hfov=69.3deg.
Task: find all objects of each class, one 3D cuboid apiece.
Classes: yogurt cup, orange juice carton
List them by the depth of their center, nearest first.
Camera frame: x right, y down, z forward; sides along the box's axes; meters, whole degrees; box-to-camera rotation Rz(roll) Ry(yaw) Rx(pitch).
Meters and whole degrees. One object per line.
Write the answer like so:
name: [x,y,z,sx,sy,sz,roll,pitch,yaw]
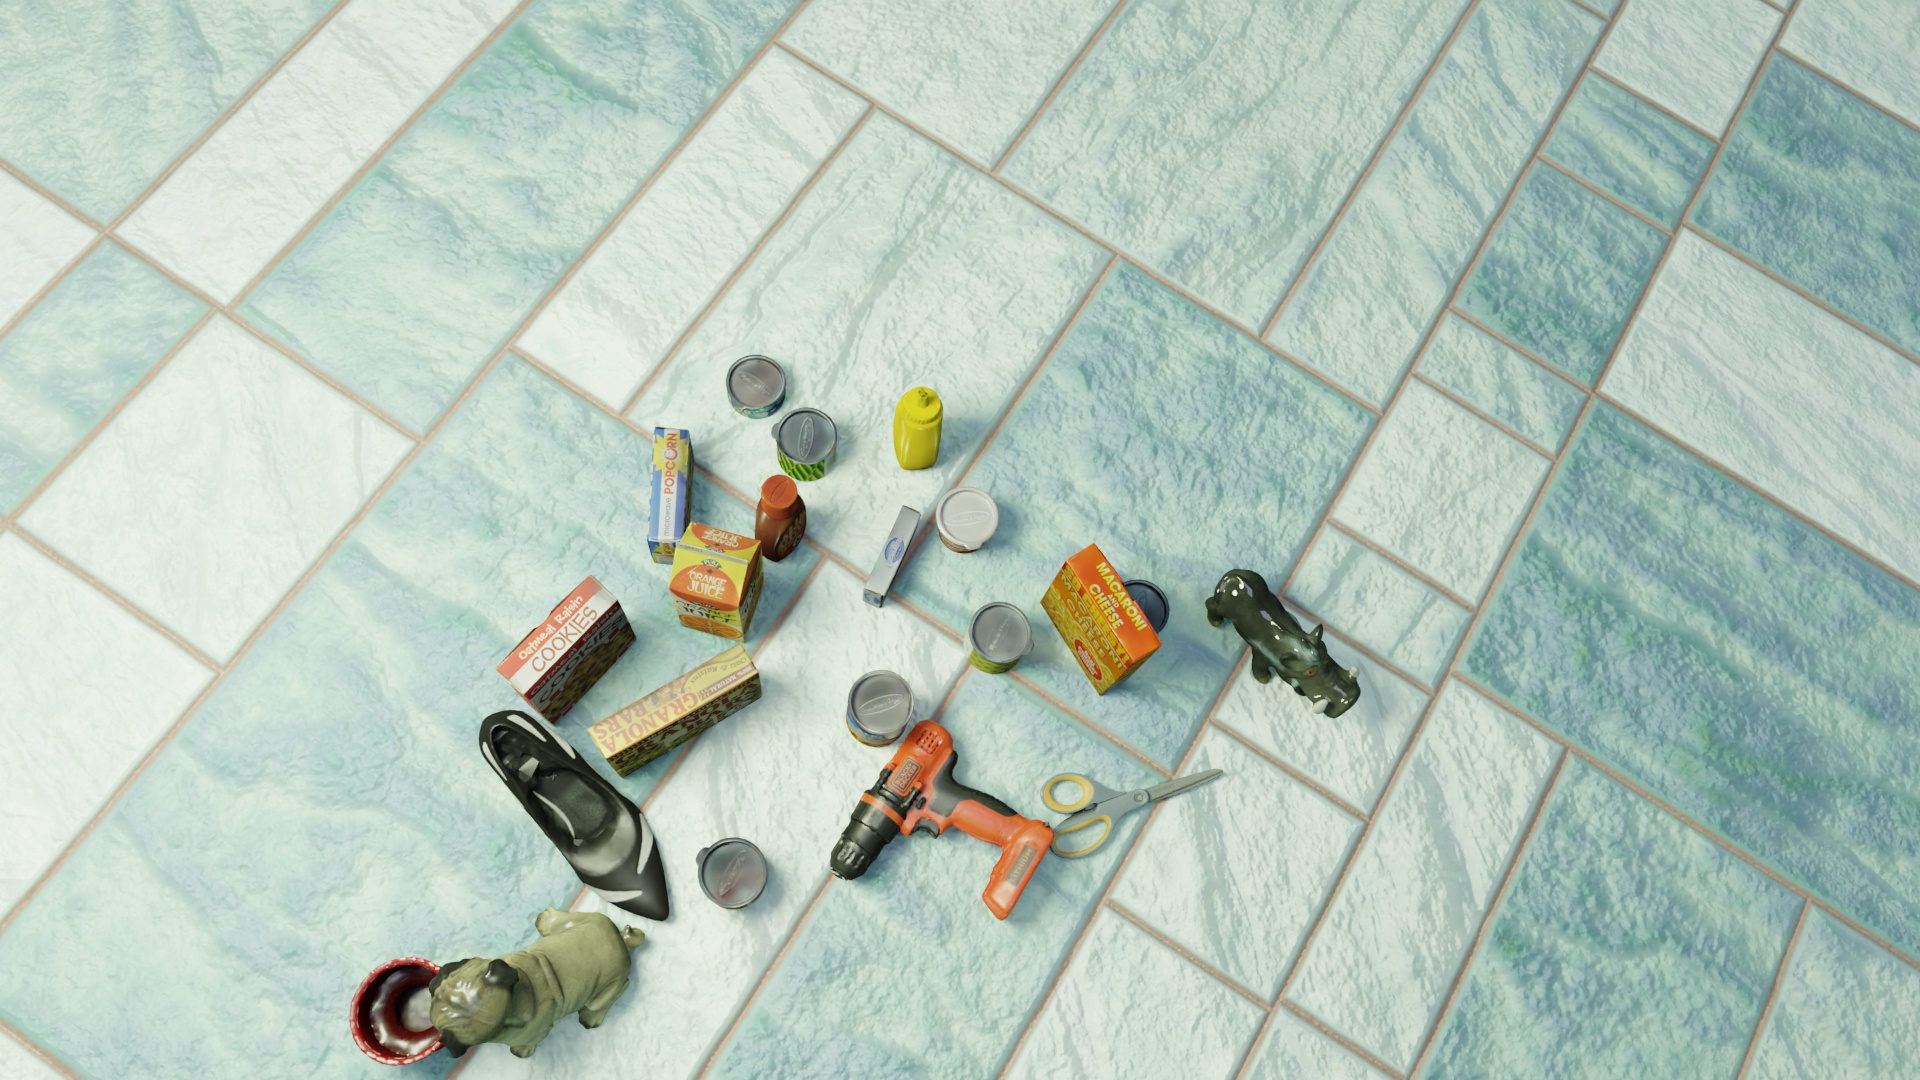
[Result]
orange juice carton: [-0.242,0.039,1.388,0.072,0.192,0.073,16,71,-1]
yogurt cup: [0.005,-0.019,1.510,0.072,0.053,0.072,2,72,-6]

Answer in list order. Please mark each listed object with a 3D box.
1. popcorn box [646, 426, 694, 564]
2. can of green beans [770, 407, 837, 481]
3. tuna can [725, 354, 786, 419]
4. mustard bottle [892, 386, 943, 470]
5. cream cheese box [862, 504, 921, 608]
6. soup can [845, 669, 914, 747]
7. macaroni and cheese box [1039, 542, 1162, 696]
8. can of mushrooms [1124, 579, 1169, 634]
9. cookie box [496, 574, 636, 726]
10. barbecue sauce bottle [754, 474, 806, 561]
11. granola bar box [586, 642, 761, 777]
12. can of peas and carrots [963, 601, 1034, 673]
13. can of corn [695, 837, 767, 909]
popcorn box: [-0.305,-0.046,1.466,0.038,0.085,0.127,1,72,-6]
can of green beans: [-0.168,-0.104,1.516,0.071,0.057,0.071,2,72,-6]
tuna can: [-0.228,-0.168,1.543,0.071,0.032,0.071,2,72,-6]
mustard bottle: [-0.044,-0.126,1.483,0.049,0.159,0.065,-8,73,-9]
cream cheese box: [-0.074,0.018,1.488,0.024,0.053,0.104,23,71,1]
soup can: [-0.083,0.176,1.419,0.071,0.083,0.071,2,72,-6]
macaroni and cheese box: [0.142,0.083,1.432,0.040,0.166,0.124,-30,78,-14]
can of mushrooms: [0.189,0.077,1.510,0.071,0.033,0.071,2,72,-6]
cookie box: [-0.383,0.110,1.362,0.040,0.167,0.123,39,72,7]
barbecue sauce bottle: [-0.187,-0.027,1.440,0.044,0.148,0.065,33,72,4]
granola bar box: [-0.278,0.170,1.377,0.166,0.123,0.039,-30,78,-15]
can of peas and carrots: [0.041,0.105,1.470,0.071,0.058,0.071,2,72,-6]
can of corn: [-0.225,0.327,1.366,0.071,0.058,0.071,2,72,-6]
